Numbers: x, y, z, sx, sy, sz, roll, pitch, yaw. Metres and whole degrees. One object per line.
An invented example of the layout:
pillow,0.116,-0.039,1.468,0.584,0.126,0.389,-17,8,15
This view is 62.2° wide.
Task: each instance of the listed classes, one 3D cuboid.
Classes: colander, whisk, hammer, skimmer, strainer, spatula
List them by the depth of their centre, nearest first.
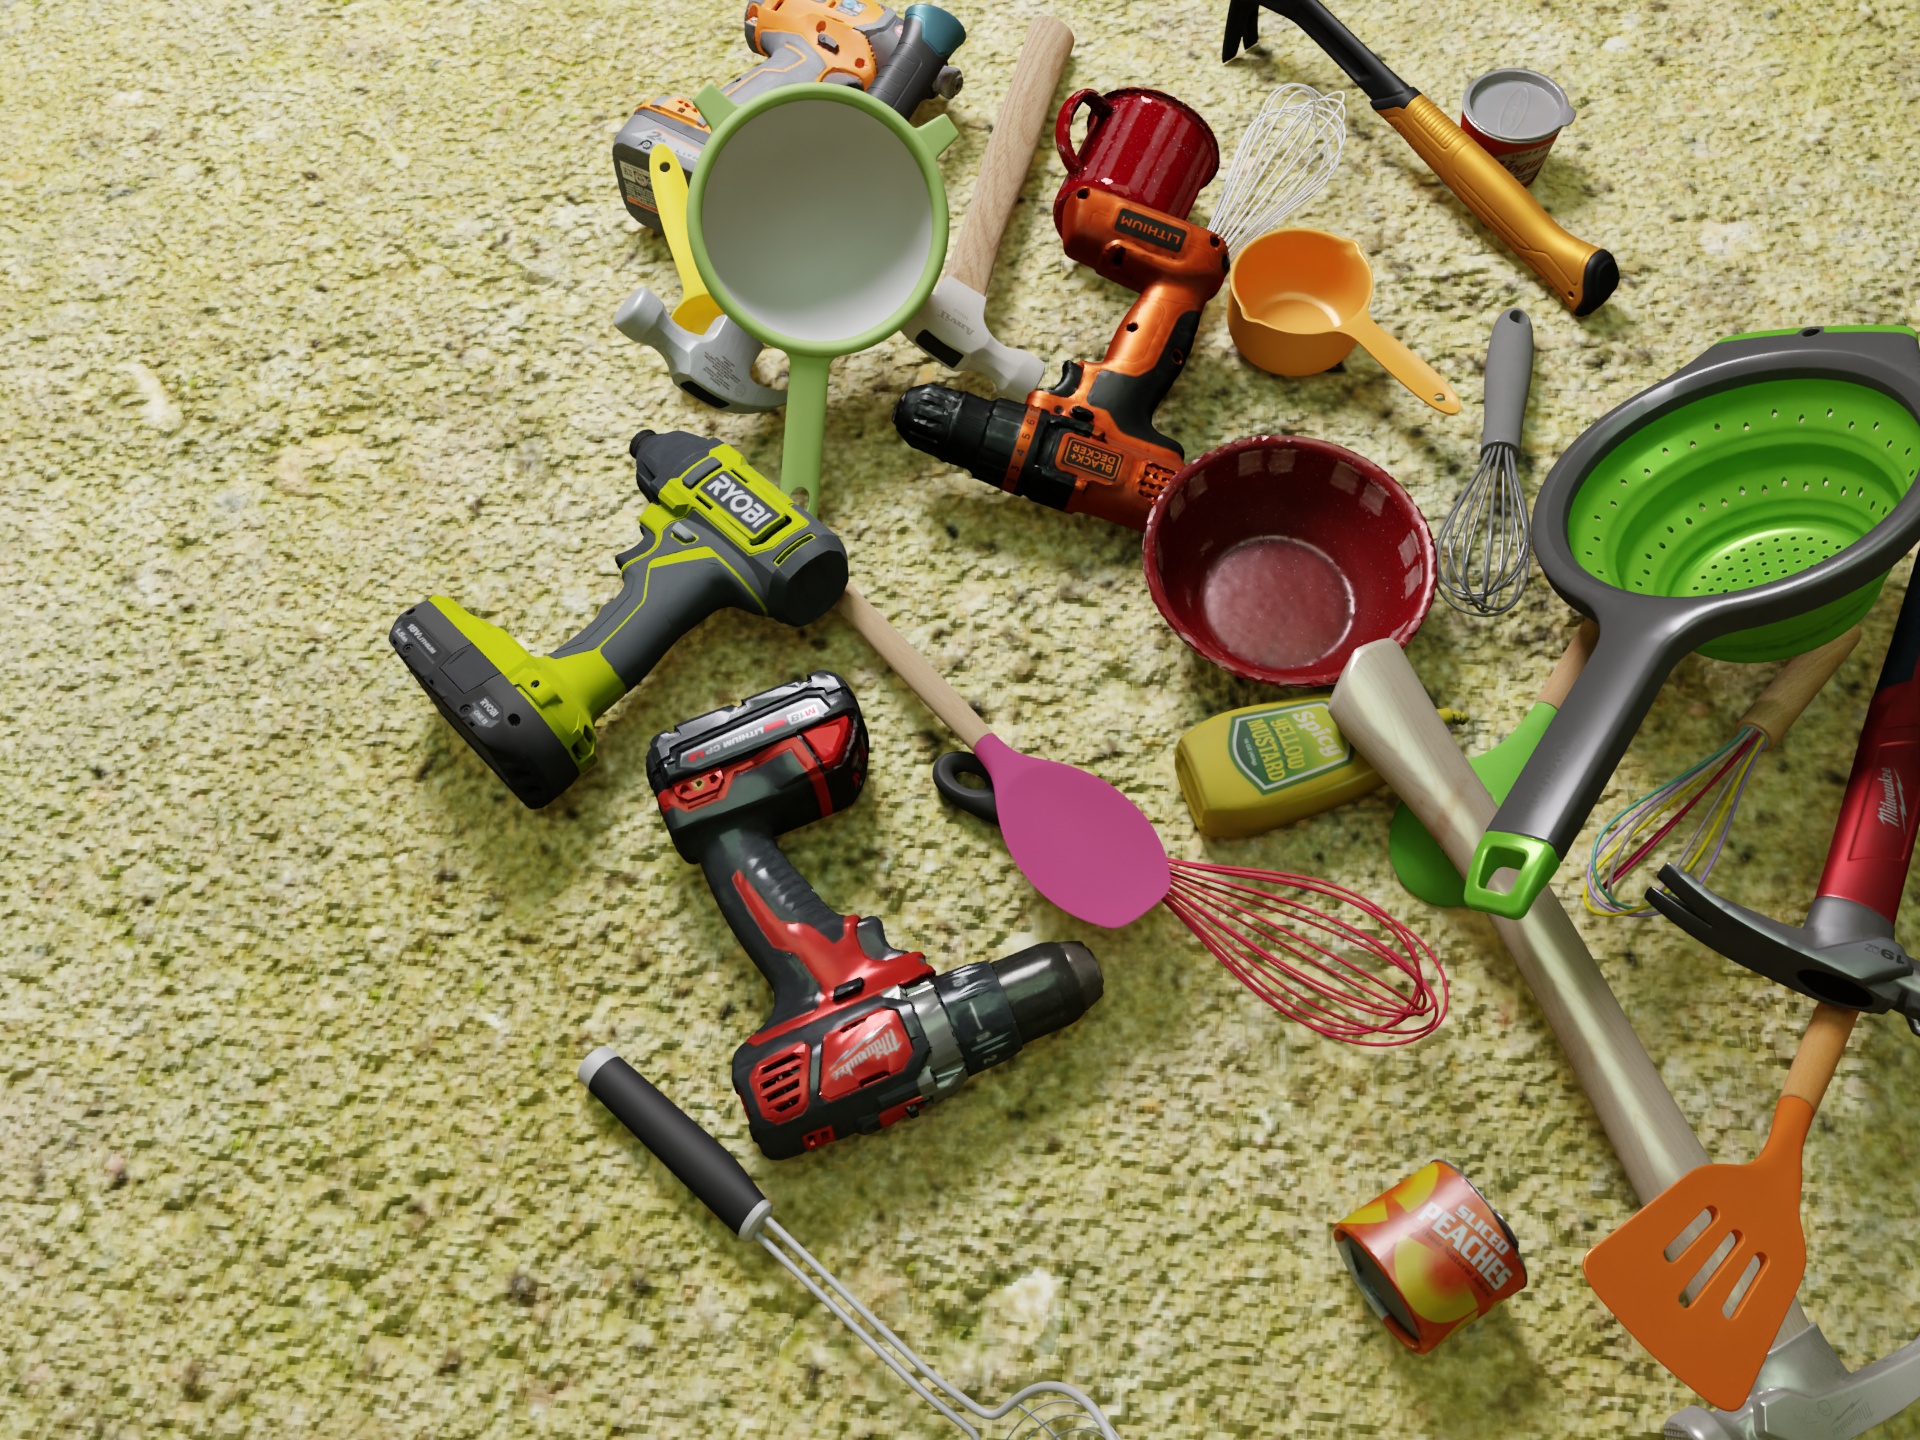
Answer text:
skimmer,-0.065,0.271,0.709,0.363,0.090,0.127,36,104,23
spatula,0.379,0.164,0.723,0.081,0.041,0.322,44,49,10
hammer,0.305,0.135,0.761,0.146,0.038,0.411,-22,71,-10
colander,0.371,-0.038,0.810,0.205,0.094,0.397,11,57,50
whisk,0.109,0.083,0.821,0.296,0.073,0.073,26,66,23
hammer,0.479,-0.018,0.826,0.143,0.038,0.386,25,57,17
whisk,0.406,0.021,0.844,0.245,0.047,0.051,-41,79,-22
whisk,0.317,-0.159,0.944,0.055,0.055,0.239,12,59,10
strainer,-0.091,-0.241,0.948,0.151,0.256,0.069,2,16,-13
hammer,-0.085,-0.333,1.009,0.033,0.128,0.331,-1,55,54
whisk,0.169,-0.308,1.026,0.070,0.070,0.285,29,72,17
hammer,0.300,-0.387,1.047,0.034,0.127,0.337,-35,75,-16
hammer,0.025,-0.361,1.054,0.130,0.031,0.332,28,56,-19

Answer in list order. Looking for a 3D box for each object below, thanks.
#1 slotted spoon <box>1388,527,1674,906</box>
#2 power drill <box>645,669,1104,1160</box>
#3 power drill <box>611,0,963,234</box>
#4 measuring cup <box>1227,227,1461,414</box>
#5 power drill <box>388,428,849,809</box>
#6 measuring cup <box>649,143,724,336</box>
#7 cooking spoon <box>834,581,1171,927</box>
slotted spoon,0.335,-0.025,0.879,0.070,0.031,0.314,35,68,14
power drill,-0.049,0.090,0.815,0.188,0.080,0.227,-21,66,-8
power drill,-0.112,-0.414,1.085,0.164,0.084,0.226,26,63,15
measuring cup,0.237,-0.230,0.981,0.095,0.052,0.174,-36,68,-15
power drill,-0.198,-0.070,0.904,0.223,0.080,0.171,-40,60,-18
measuring cup,-0.170,-0.289,1.015,0.062,0.029,0.156,-15,88,2
cooking spoon,-0.001,-0.003,0.865,0.069,0.017,0.319,-34,56,-15
